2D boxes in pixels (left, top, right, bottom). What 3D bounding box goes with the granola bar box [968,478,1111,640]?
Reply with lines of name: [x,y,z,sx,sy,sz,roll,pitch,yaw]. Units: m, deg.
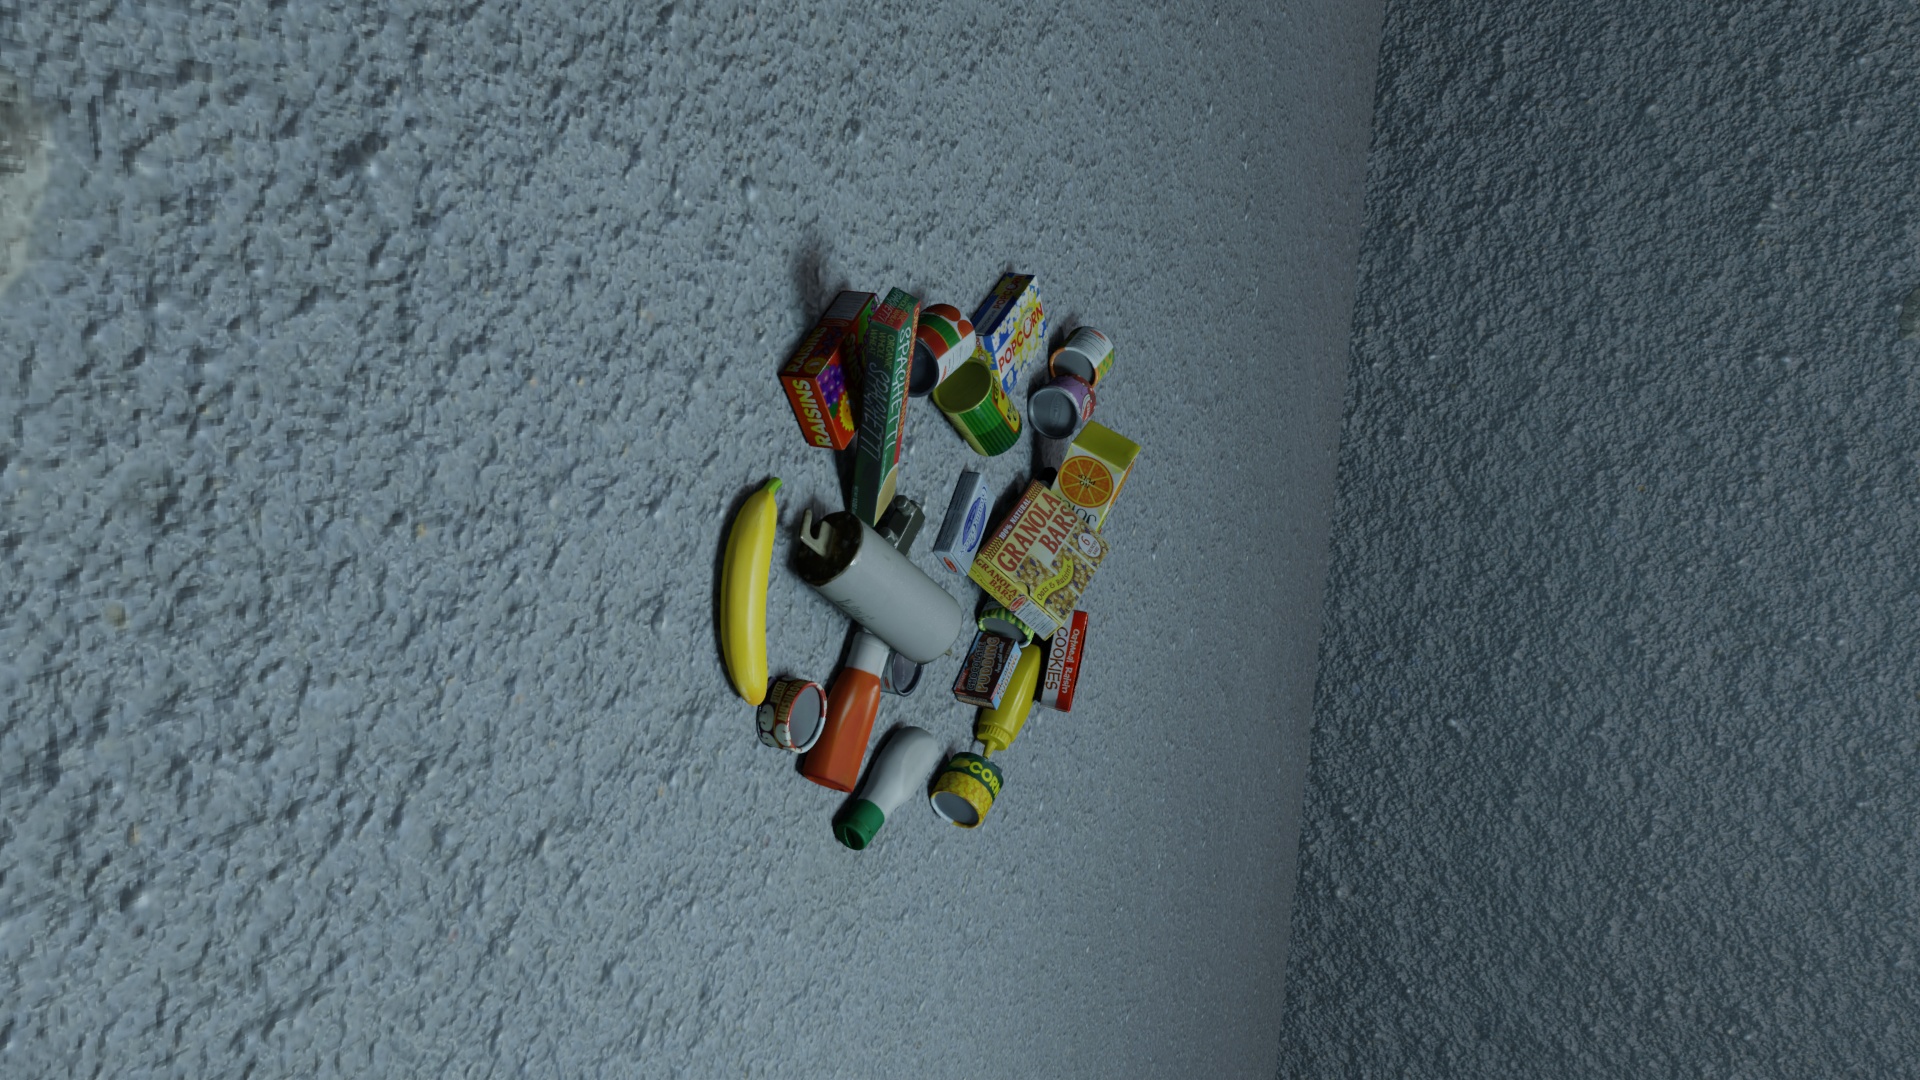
granola bar box: [0.091,0.019,1.596,0.039,0.124,0.166,-46,-176,42]

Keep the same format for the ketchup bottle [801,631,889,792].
ketchup bottle: [-0.105,0.162,1.329,0.064,0.043,0.149,49,54,-58]

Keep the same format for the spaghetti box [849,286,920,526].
spaghetti box: [-0.070,-0.113,1.240,0.248,0.029,0.050,101,13,-48]

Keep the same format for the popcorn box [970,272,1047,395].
popcorn box: [0.051,-0.227,1.534,0.127,0.038,0.084,-57,144,-40]

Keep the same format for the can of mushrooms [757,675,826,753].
can of mushrooms: [-0.151,0.154,1.246,0.071,0.033,0.070,-30,124,-57]

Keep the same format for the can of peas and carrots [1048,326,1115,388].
can of peas and carrots: [0.148,-0.219,1.702,0.059,0.071,0.070,-51,140,-45]

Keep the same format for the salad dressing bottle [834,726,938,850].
salad dressing bottle: [-0.075,0.252,1.417,0.148,0.044,0.064,-50,141,-45]

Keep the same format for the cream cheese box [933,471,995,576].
cream cheese box: [0.005,-0.019,1.519,0.053,0.024,0.104,56,49,-54]

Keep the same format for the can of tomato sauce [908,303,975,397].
can of tomato sauce: [-0.033,-0.187,1.350,0.083,0.071,0.071,-48,138,-49]

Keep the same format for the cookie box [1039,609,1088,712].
cookie box: [0.129,0.149,1.732,0.167,0.040,0.123,58,43,-83]

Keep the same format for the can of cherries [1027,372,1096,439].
can of cherries: [0.124,-0.160,1.664,0.059,0.071,0.071,-42,134,-53]

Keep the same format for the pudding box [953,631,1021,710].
pudding box: [0.031,0.149,1.591,0.084,0.049,0.030,-64,151,-31]

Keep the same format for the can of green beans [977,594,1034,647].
can of green beans: [0.060,0.083,1.611,0.058,0.071,0.071,-65,149,-30]

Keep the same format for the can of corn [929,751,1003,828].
can of corn: [0.008,0.281,1.560,0.058,0.071,0.070,-55,144,-41]

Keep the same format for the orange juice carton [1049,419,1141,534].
orange juice carton: [0.144,-0.042,1.690,0.072,0.073,0.191,-50,166,-53]

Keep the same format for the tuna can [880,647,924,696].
tuna can: [-0.064,0.123,1.411,0.071,0.033,0.071,-29,123,-58]

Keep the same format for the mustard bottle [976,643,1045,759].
mustard bottle: [0.055,0.198,1.652,0.065,0.049,0.161,74,35,-51]

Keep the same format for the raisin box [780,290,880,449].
raisin box: [-0.106,-0.153,1.242,0.085,0.040,0.124,73,35,-43]

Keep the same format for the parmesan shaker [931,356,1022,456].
parmesan shaker: [0.018,-0.142,1.466,0.103,0.071,0.071,47,56,-58]
